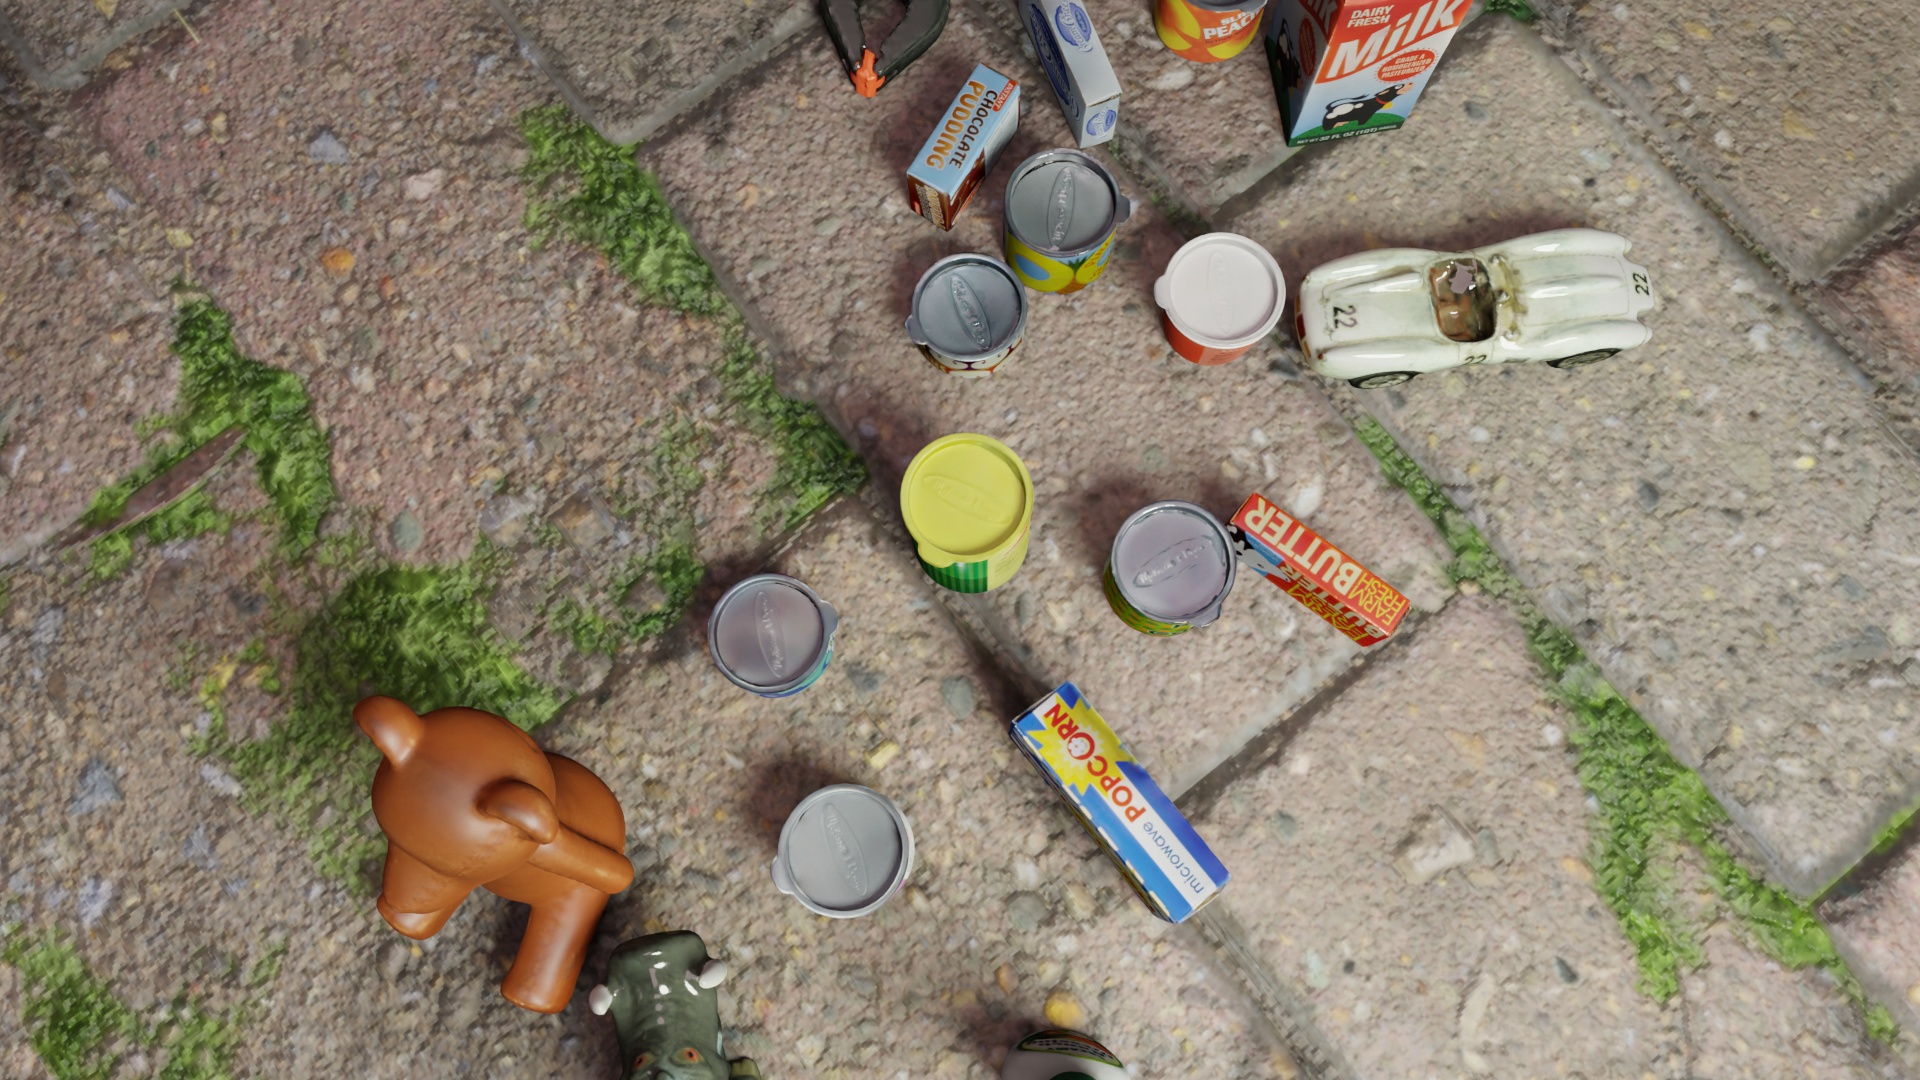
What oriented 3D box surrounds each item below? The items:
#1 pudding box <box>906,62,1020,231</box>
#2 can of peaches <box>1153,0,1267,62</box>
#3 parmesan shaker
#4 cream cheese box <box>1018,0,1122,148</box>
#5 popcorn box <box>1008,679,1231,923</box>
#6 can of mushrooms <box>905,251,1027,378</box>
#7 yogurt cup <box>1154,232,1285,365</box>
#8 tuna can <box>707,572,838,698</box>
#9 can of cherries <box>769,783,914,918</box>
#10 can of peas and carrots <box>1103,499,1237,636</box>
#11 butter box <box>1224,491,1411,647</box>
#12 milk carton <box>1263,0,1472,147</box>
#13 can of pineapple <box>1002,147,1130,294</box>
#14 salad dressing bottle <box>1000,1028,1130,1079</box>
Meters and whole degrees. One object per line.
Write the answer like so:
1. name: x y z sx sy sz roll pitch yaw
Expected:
1. pudding box: 0.003 -0.229 0.812 0.030 0.049 0.084 30 80 7
2. can of peaches: 0.152 -0.326 0.827 0.071 0.058 0.071 0 78 1
3. parmesan shaker: 0.003 -0.009 0.737 0.071 0.103 0.071 0 78 1
4. cream cheese box: 0.064 -0.290 0.823 0.024 0.053 0.104 -21 78 -3
5. popcorn box: 0.079 0.134 0.713 0.038 0.085 0.127 -38 80 -7
6. can of mushrooms: 0.003 -0.128 0.798 0.071 0.033 0.071 0 78 1
7. yogurt cup: 0.145 -0.133 0.787 0.072 0.054 0.072 0 78 1
8. tuna can: -0.100 0.052 0.761 0.071 0.032 0.071 0 78 1
9. can of cherries: -0.061 0.162 0.723 0.071 0.058 0.071 0 78 1
10. can of peas and carrots: 0.113 0.018 0.752 0.071 0.058 0.071 0 78 1
11. butter box: 0.190 0.017 0.754 0.103 0.053 0.024 36 81 8
12. milk carton: 0.222 -0.295 0.751 0.072 0.190 0.073 -9 78 -1
13. can of pineapple: 0.059 -0.181 0.797 0.071 0.057 0.071 0 78 1
14. salad dressing bottle: 0.051 0.263 0.654 0.064 0.147 0.044 10 79 3
